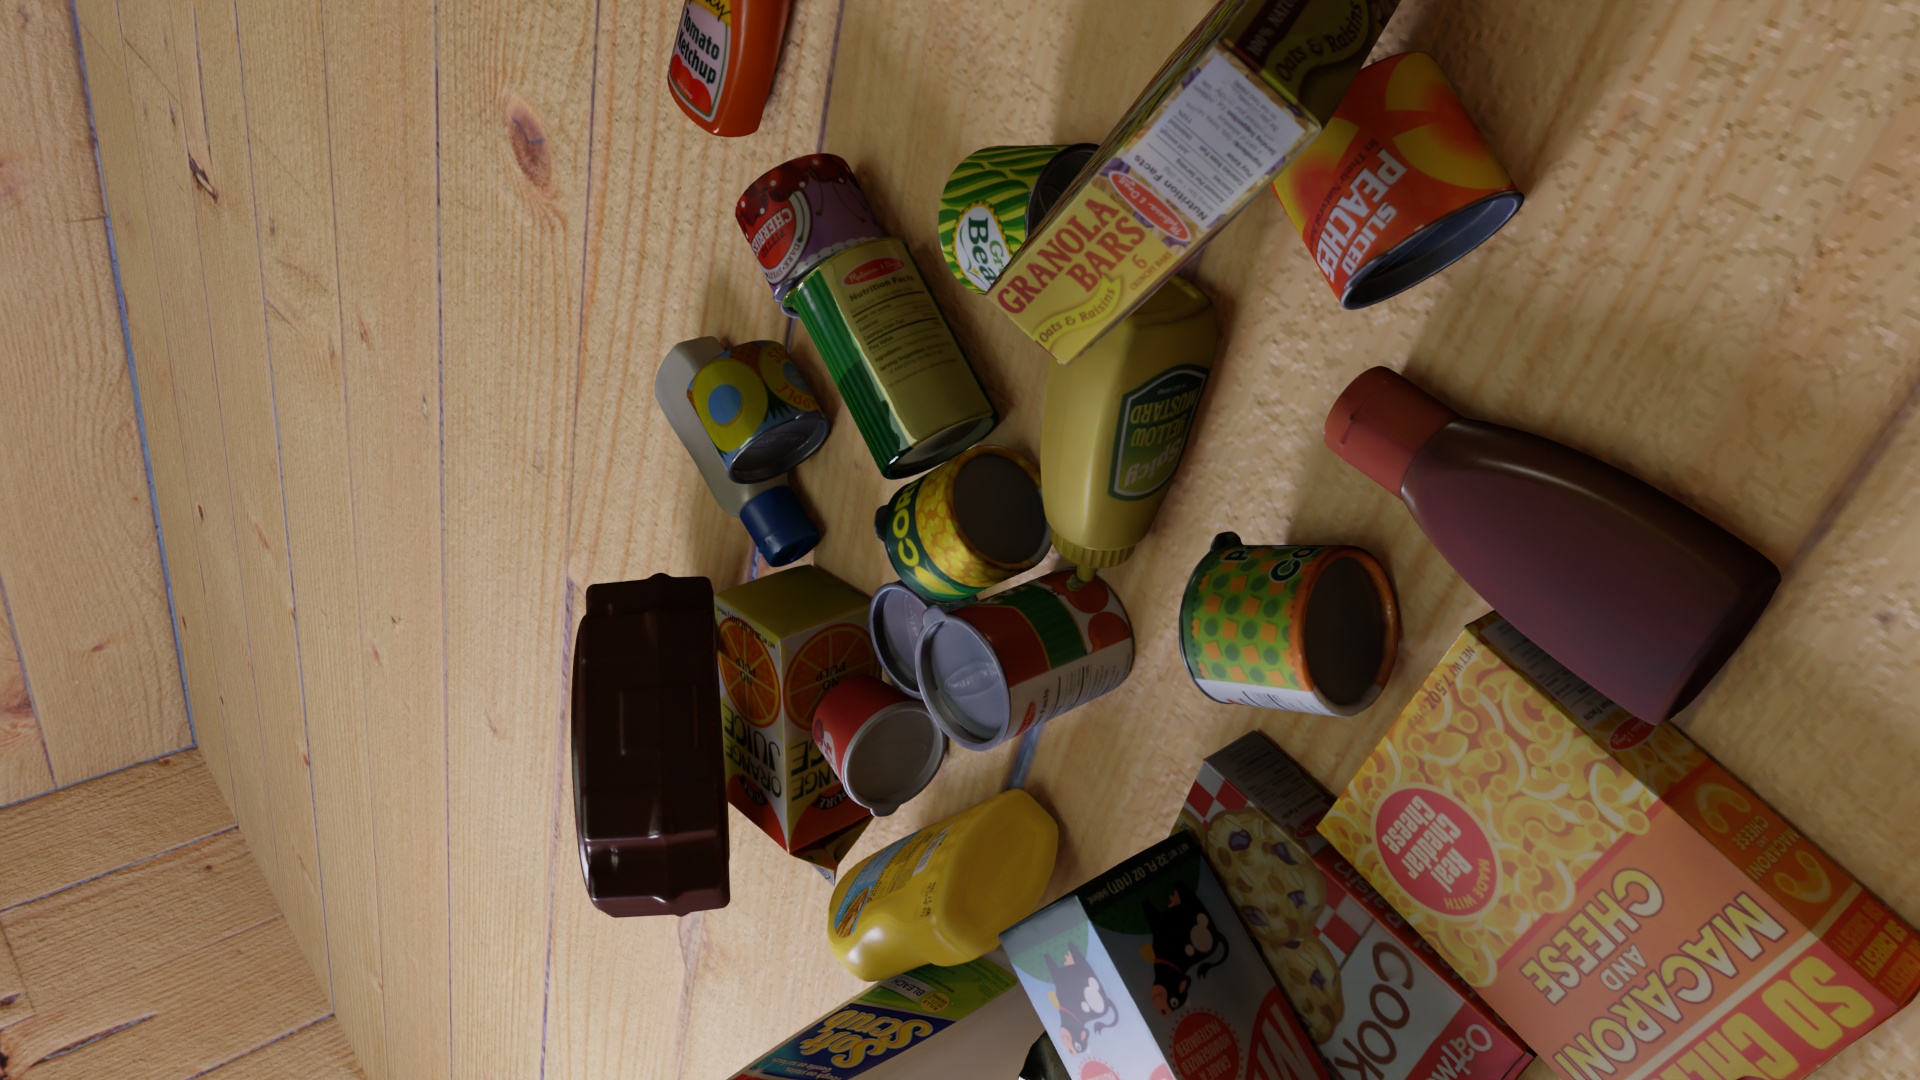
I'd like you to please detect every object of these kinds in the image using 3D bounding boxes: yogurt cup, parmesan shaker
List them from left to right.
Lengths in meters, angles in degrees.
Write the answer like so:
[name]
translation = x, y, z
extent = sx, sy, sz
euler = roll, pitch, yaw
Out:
[yogurt cup]
translation = -0.050, 0.113, 0.805
extent = 0.054, 0.072, 0.072
euler = 33, 129, 49
[parmesan shaker]
translation = -0.035, -0.089, 0.694
extent = 0.071, 0.071, 0.103
euler = -40, 73, 51

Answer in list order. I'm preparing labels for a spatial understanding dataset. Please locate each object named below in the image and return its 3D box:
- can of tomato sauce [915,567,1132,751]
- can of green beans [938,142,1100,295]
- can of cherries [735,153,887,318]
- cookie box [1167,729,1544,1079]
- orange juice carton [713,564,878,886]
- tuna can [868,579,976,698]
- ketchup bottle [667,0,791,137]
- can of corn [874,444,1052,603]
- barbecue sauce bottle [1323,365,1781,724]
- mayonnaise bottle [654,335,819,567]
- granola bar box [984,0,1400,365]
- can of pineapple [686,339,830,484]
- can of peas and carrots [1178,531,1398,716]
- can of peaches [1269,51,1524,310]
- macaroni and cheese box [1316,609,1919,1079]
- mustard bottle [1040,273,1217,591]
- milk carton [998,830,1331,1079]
[can of tomato sauce]
translation = 0.030, 0.053, 0.663
extent = 0.071, 0.083, 0.071
euler = 24, 122, 44
[can of green beans]
translation = 0.033, -0.135, 0.594
extent = 0.058, 0.071, 0.071
euler = 16, 117, 47
[can of cherries]
translation = -0.077, -0.157, 0.717
extent = 0.071, 0.072, 0.058
euler = -41, 72, 50
[cookie box]
translation = 0.156, 0.183, 0.596
extent = 0.168, 0.040, 0.122
euler = 43, 134, 32
[orange juice carton]
translation = -0.099, 0.120, 0.859
extent = 0.072, 0.073, 0.191
euler = 26, 125, 43
[tuna can]
translation = -0.016, 0.050, 0.760
extent = 0.071, 0.033, 0.070
euler = 24, 123, 44
[ketchup bottle]
translation = -0.115, -0.291, 0.731
extent = 0.065, 0.044, 0.148
euler = 52, 138, 24
[can of corn]
translation = 0.002, -0.009, 0.681
extent = 0.058, 0.071, 0.071
euler = -27, 83, 51
[barbecue sauce bottle]
translation = 0.191, -0.007, 0.471
extent = 0.149, 0.044, 0.064
euler = 43, 134, 33
[mayonnaise bottle]
translation = -0.139, -0.053, 0.863
extent = 0.148, 0.041, 0.064
euler = 57, 142, 16
[granola bar box]
translation = 0.086, -0.144, 0.448
extent = 0.039, 0.166, 0.123
euler = 40, 142, -8
[can of pineapple]
translation = -0.116, -0.075, 0.805
extent = 0.058, 0.071, 0.070
euler = 59, 141, 16
[can of peas and carrots]
translation = 0.129, 0.032, 0.546
extent = 0.058, 0.071, 0.071
euler = 0, 105, 50
[can of peaches]
translation = 0.141, -0.119, 0.463
extent = 0.071, 0.071, 0.058
euler = -41, 72, 50
[macaroni and cheese box]
translation = 0.221, 0.122, 0.490
extent = 0.167, 0.040, 0.123
euler = 47, 137, 28
[mustard bottle]
translation = 0.066, -0.037, 0.600
extent = 0.049, 0.065, 0.159
euler = 45, 141, 38
[milk carton]
translation = 0.102, 0.231, 0.589
extent = 0.191, 0.072, 0.073
euler = 60, 142, 14
